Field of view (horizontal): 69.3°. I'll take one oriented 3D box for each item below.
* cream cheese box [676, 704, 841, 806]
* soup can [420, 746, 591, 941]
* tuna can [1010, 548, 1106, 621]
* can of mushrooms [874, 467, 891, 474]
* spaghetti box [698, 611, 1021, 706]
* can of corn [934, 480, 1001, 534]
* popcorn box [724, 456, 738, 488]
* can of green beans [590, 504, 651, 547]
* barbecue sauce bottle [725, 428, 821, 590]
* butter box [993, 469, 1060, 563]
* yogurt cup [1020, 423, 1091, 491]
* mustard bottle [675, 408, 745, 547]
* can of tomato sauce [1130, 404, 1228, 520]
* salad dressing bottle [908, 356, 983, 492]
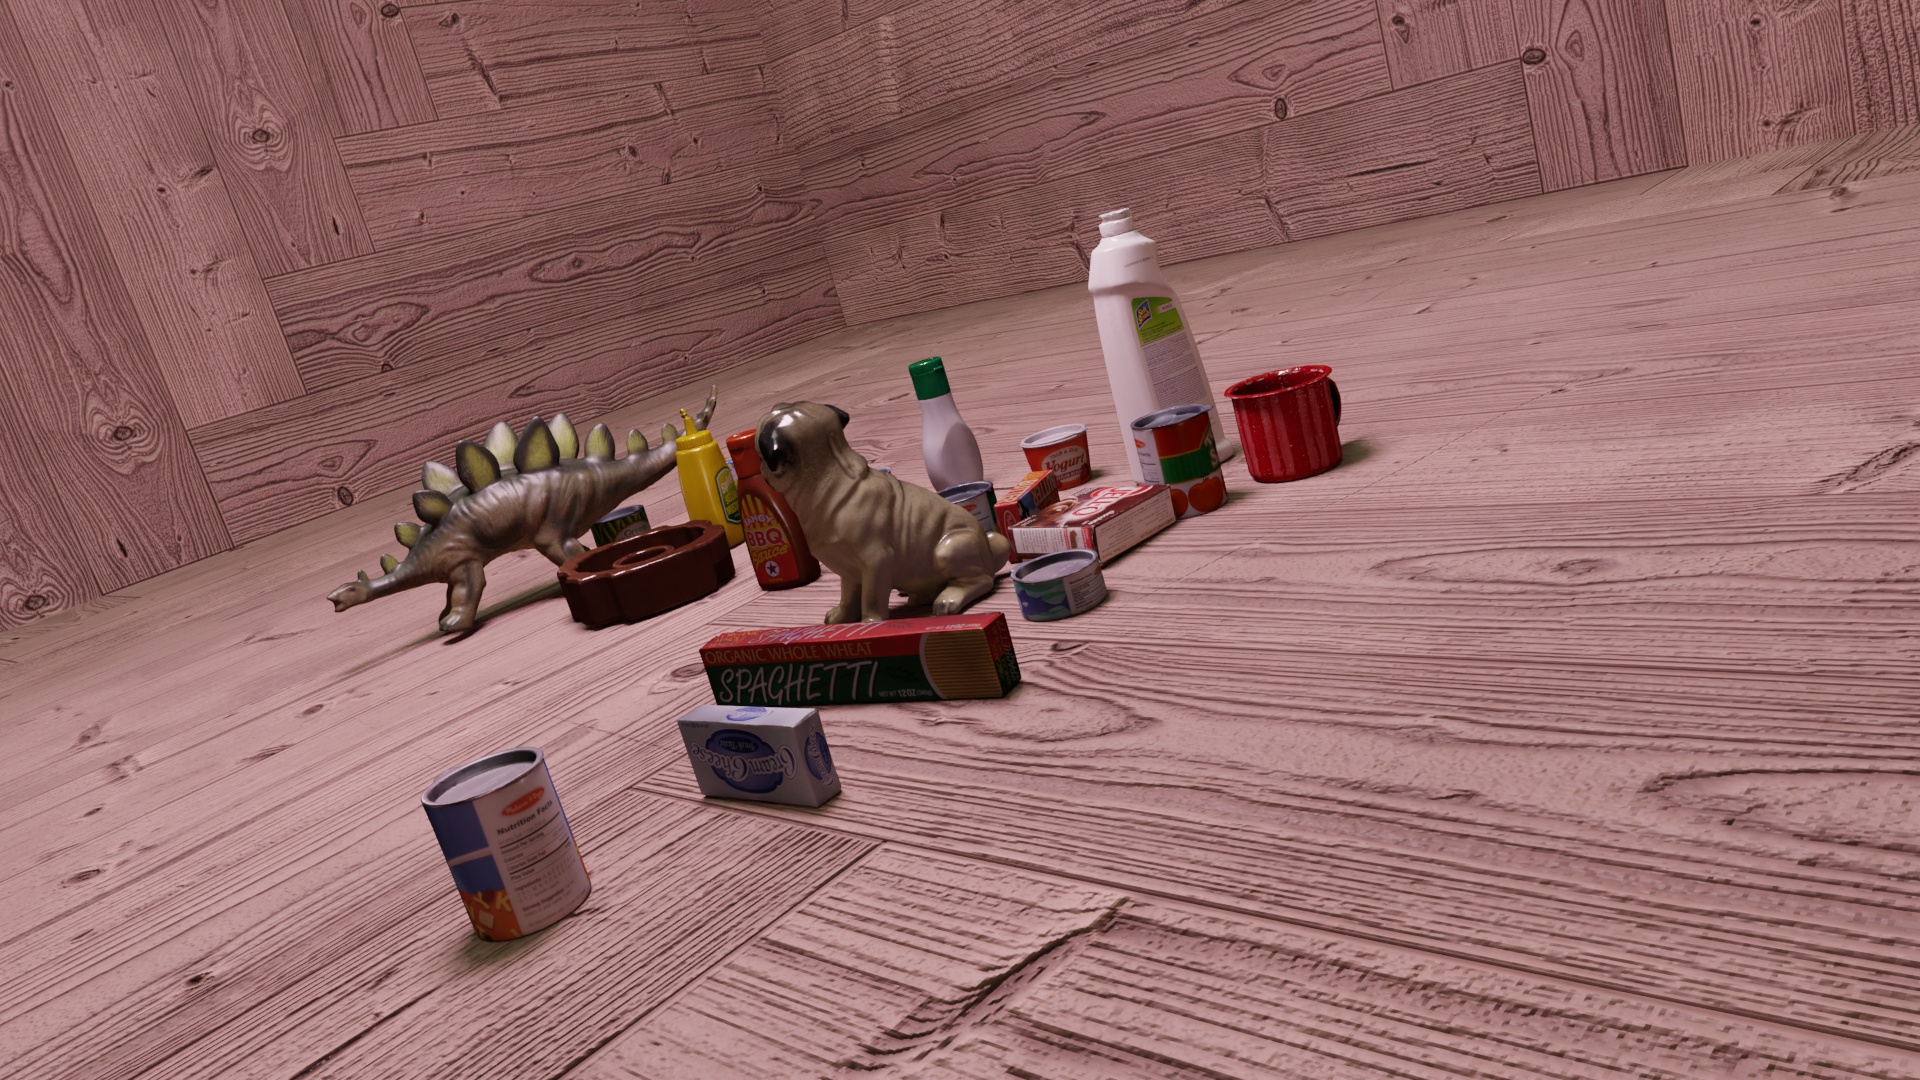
[{"bbox_3d":[-0.120,0.127,0.826,0.103,0.053,0.024,-4,18,39],"label":"cream cheese box"},{"bbox_3d":[-0.248,0.164,0.759,0.071,0.083,0.071,-15,14,4],"label":"soup can"},{"bbox_3d":[0.071,0.033,1.023,0.071,0.032,0.071,-15,14,4],"label":"tuna can"},{"bbox_3d":[-0.104,-0.055,1.548,0.071,0.033,0.071,-15,14,4],"label":"can of mushrooms"},{"bbox_3d":[-0.076,0.084,0.950,0.250,0.050,0.029,-6,17,33],"label":"spaghetti box"},{"bbox_3d":[0.004,-0.015,1.227,0.071,0.058,0.071,-15,14,4],"label":"can of corn"},{"bbox_3d":[-0.245,-0.056,1.597,0.126,0.085,0.038,-9,15,26],"label":"popcorn box"},{"bbox_3d":[-0.390,-0.004,1.610,0.071,0.057,0.071,-15,14,4],"label":"can of green beans"},{"bbox_3d":[-0.179,-0.029,1.294,0.065,0.148,0.044,-7,16,33],"label":"barbecue sauce bottle"},{"bbox_3d":[0.061,-0.023,1.204,0.024,0.053,0.104,-10,15,24],"label":"butter box"},{"bbox_3d":[0.099,-0.082,1.388,0.072,0.053,0.072,-15,14,4],"label":"yogurt cup"},{"bbox_3d":[-0.281,-0.069,1.530,0.049,0.159,0.065,-11,14,18],"label":"mustard bottle"},{"bbox_3d":[0.188,-0.067,1.176,0.071,0.083,0.071,-15,14,4],"label":"can of tomato sauce"},{"bbox_3d":[-0.018,-0.119,1.464,0.064,0.147,0.044,-27,17,-38],"label":"salad dressing bottle"}]
